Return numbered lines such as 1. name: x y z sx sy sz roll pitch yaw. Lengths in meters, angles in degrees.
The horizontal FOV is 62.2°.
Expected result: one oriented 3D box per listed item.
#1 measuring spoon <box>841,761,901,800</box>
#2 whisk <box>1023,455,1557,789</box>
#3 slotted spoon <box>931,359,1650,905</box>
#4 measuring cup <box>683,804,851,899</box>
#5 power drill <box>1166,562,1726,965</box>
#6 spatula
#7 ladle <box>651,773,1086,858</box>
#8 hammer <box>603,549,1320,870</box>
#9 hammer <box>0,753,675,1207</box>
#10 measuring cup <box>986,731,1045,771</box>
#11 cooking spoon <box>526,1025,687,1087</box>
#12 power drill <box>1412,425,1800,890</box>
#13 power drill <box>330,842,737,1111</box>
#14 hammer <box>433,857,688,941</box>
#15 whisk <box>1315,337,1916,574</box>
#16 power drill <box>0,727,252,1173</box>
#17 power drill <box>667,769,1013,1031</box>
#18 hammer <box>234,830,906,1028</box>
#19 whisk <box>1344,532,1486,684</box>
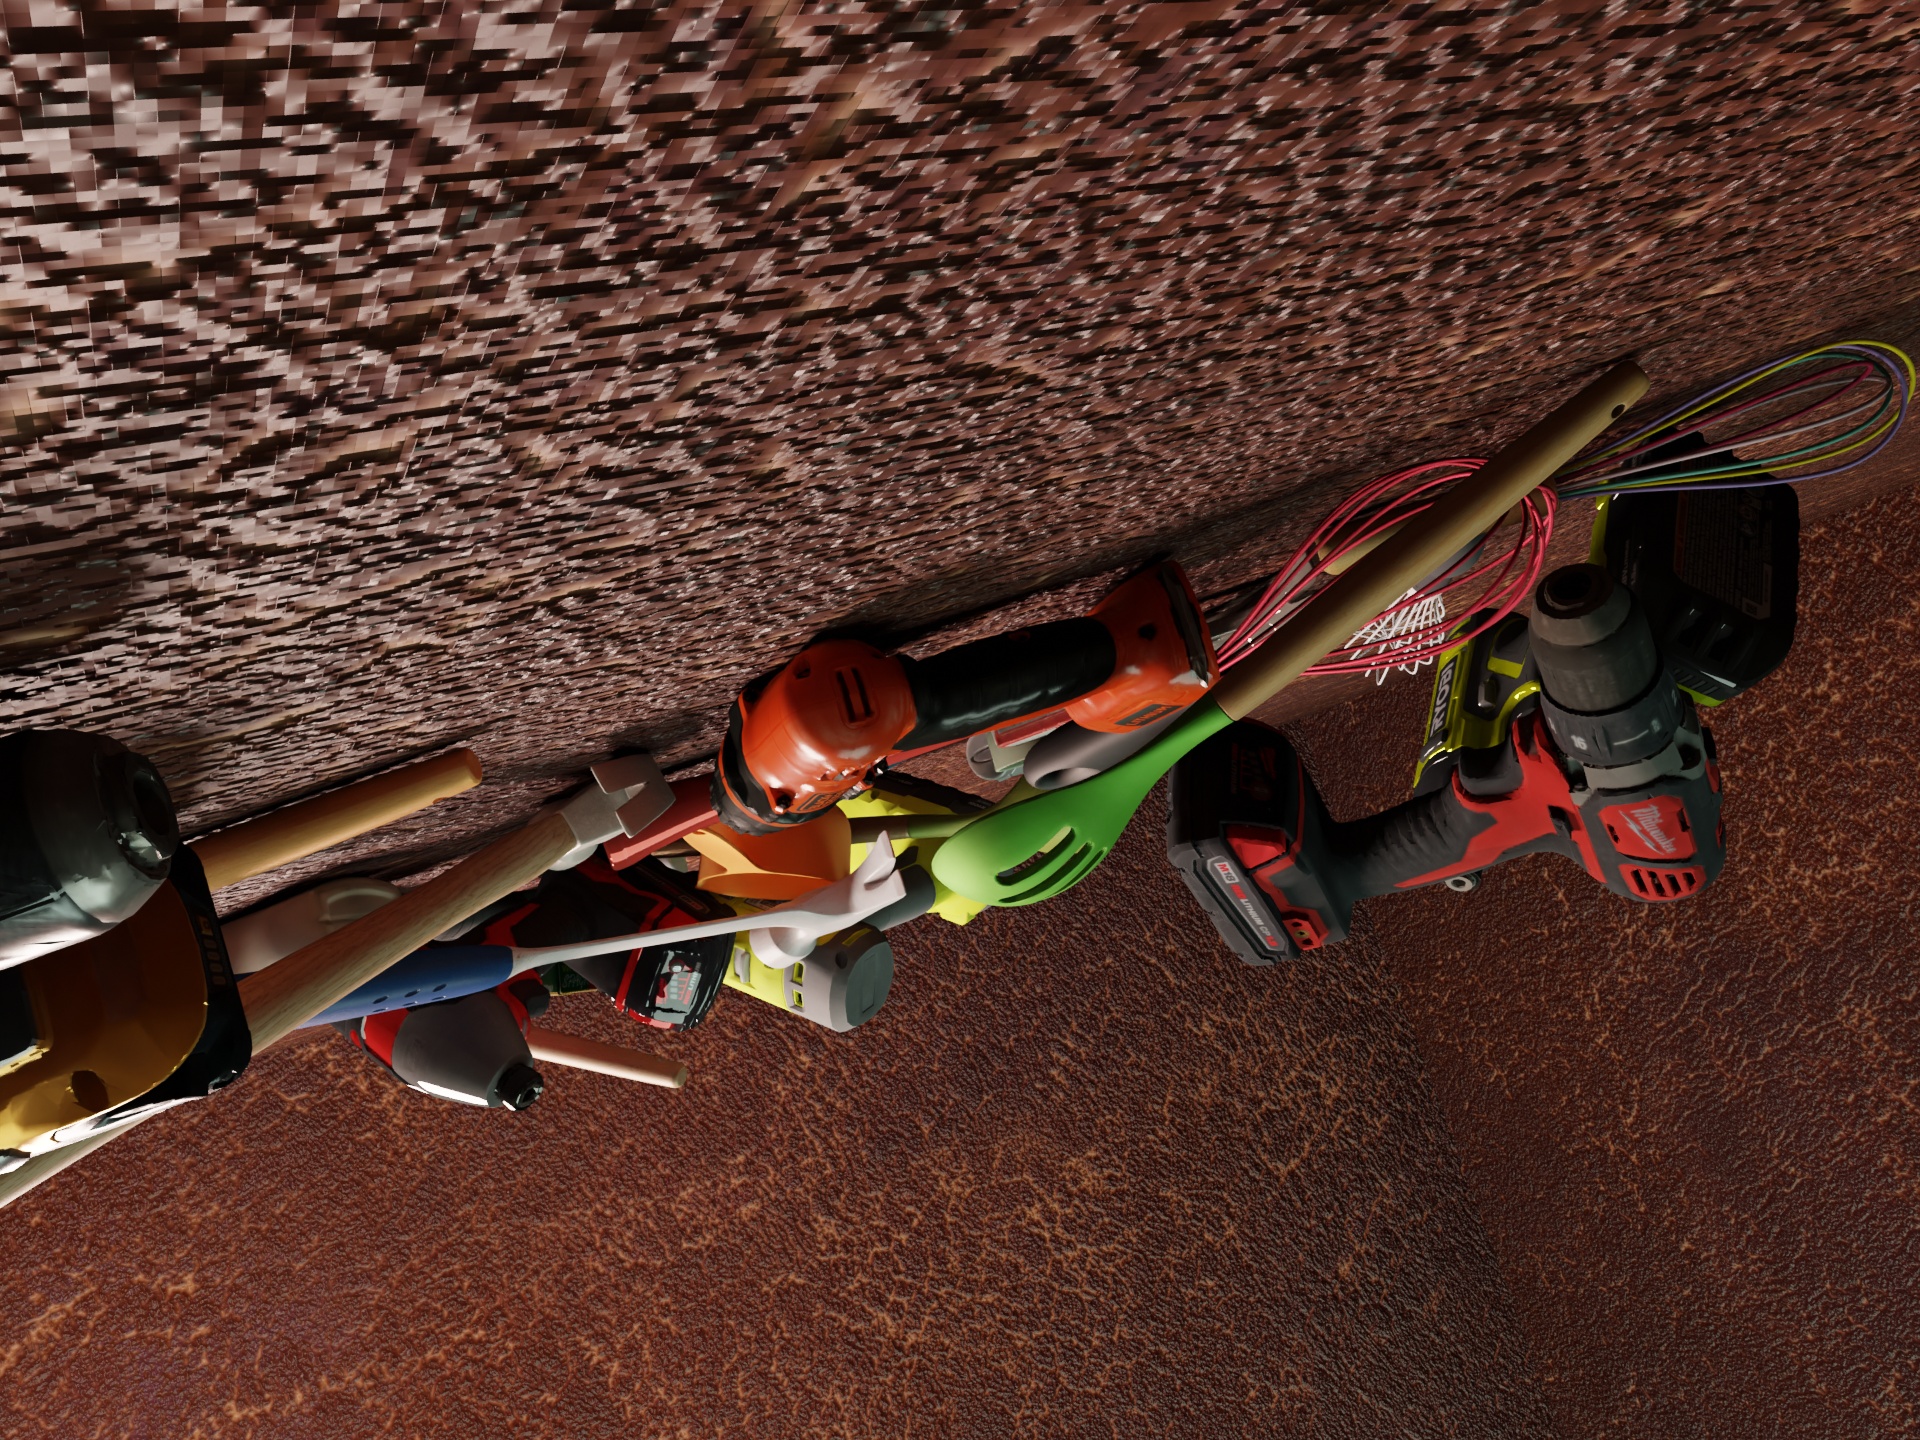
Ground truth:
1. measuring spoon: -0.042 0.014 0.940 0.128 0.021 0.042 -29 162 10
2. whisk: 0.124 -0.027 0.680 0.073 0.073 0.296 -14 167 -44
3. slotted spoon: 0.115 -0.022 0.582 0.313 0.031 0.070 -40 143 16
4. measuring cup: -0.115 0.059 0.878 0.095 0.052 0.173 -2 161 13
5. power drill: 0.206 0.023 0.698 0.227 0.080 0.187 -13 135 26
6. spatula: -0.304 0.078 0.525 0.322 0.041 0.081 -20 174 5
7. ladle: -0.055 0.058 0.985 0.320 0.062 0.078 -5 133 12
8. hammer: -0.001 -0.002 0.777 0.359 0.037 0.149 -18 174 -12
9. hammer: -0.235 0.094 0.580 0.130 0.031 0.331 -28 -175 46
10. measuring cup: 0.095 -0.012 1.013 0.167 0.038 0.083 -21 174 -2
11. cooking spoon: -0.303 0.177 0.936 0.319 0.017 0.068 8 -176 20
12. power drill: 0.304 -0.023 0.789 0.223 0.080 0.171 119 -6 -55
13. power drill: -0.227 0.139 0.862 0.219 0.143 0.078 -14 129 -61
14. hammer: -0.293 0.119 1.011 0.128 0.033 0.331 -21 174 11
15. whisk: 0.271 -0.109 0.671 0.245 0.051 0.047 -16 154 13
16. power drill: -0.247 0.061 0.375 0.185 0.084 0.226 -20 170 -6
17. power drill: -0.088 0.108 1.041 0.191 0.080 0.228 16 -155 30
18. hammer: -0.201 0.109 0.739 0.405 0.035 0.144 -4 159 -43
19. whisk: 0.256 -0.071 0.891 0.070 0.070 0.284 -19 170 4
